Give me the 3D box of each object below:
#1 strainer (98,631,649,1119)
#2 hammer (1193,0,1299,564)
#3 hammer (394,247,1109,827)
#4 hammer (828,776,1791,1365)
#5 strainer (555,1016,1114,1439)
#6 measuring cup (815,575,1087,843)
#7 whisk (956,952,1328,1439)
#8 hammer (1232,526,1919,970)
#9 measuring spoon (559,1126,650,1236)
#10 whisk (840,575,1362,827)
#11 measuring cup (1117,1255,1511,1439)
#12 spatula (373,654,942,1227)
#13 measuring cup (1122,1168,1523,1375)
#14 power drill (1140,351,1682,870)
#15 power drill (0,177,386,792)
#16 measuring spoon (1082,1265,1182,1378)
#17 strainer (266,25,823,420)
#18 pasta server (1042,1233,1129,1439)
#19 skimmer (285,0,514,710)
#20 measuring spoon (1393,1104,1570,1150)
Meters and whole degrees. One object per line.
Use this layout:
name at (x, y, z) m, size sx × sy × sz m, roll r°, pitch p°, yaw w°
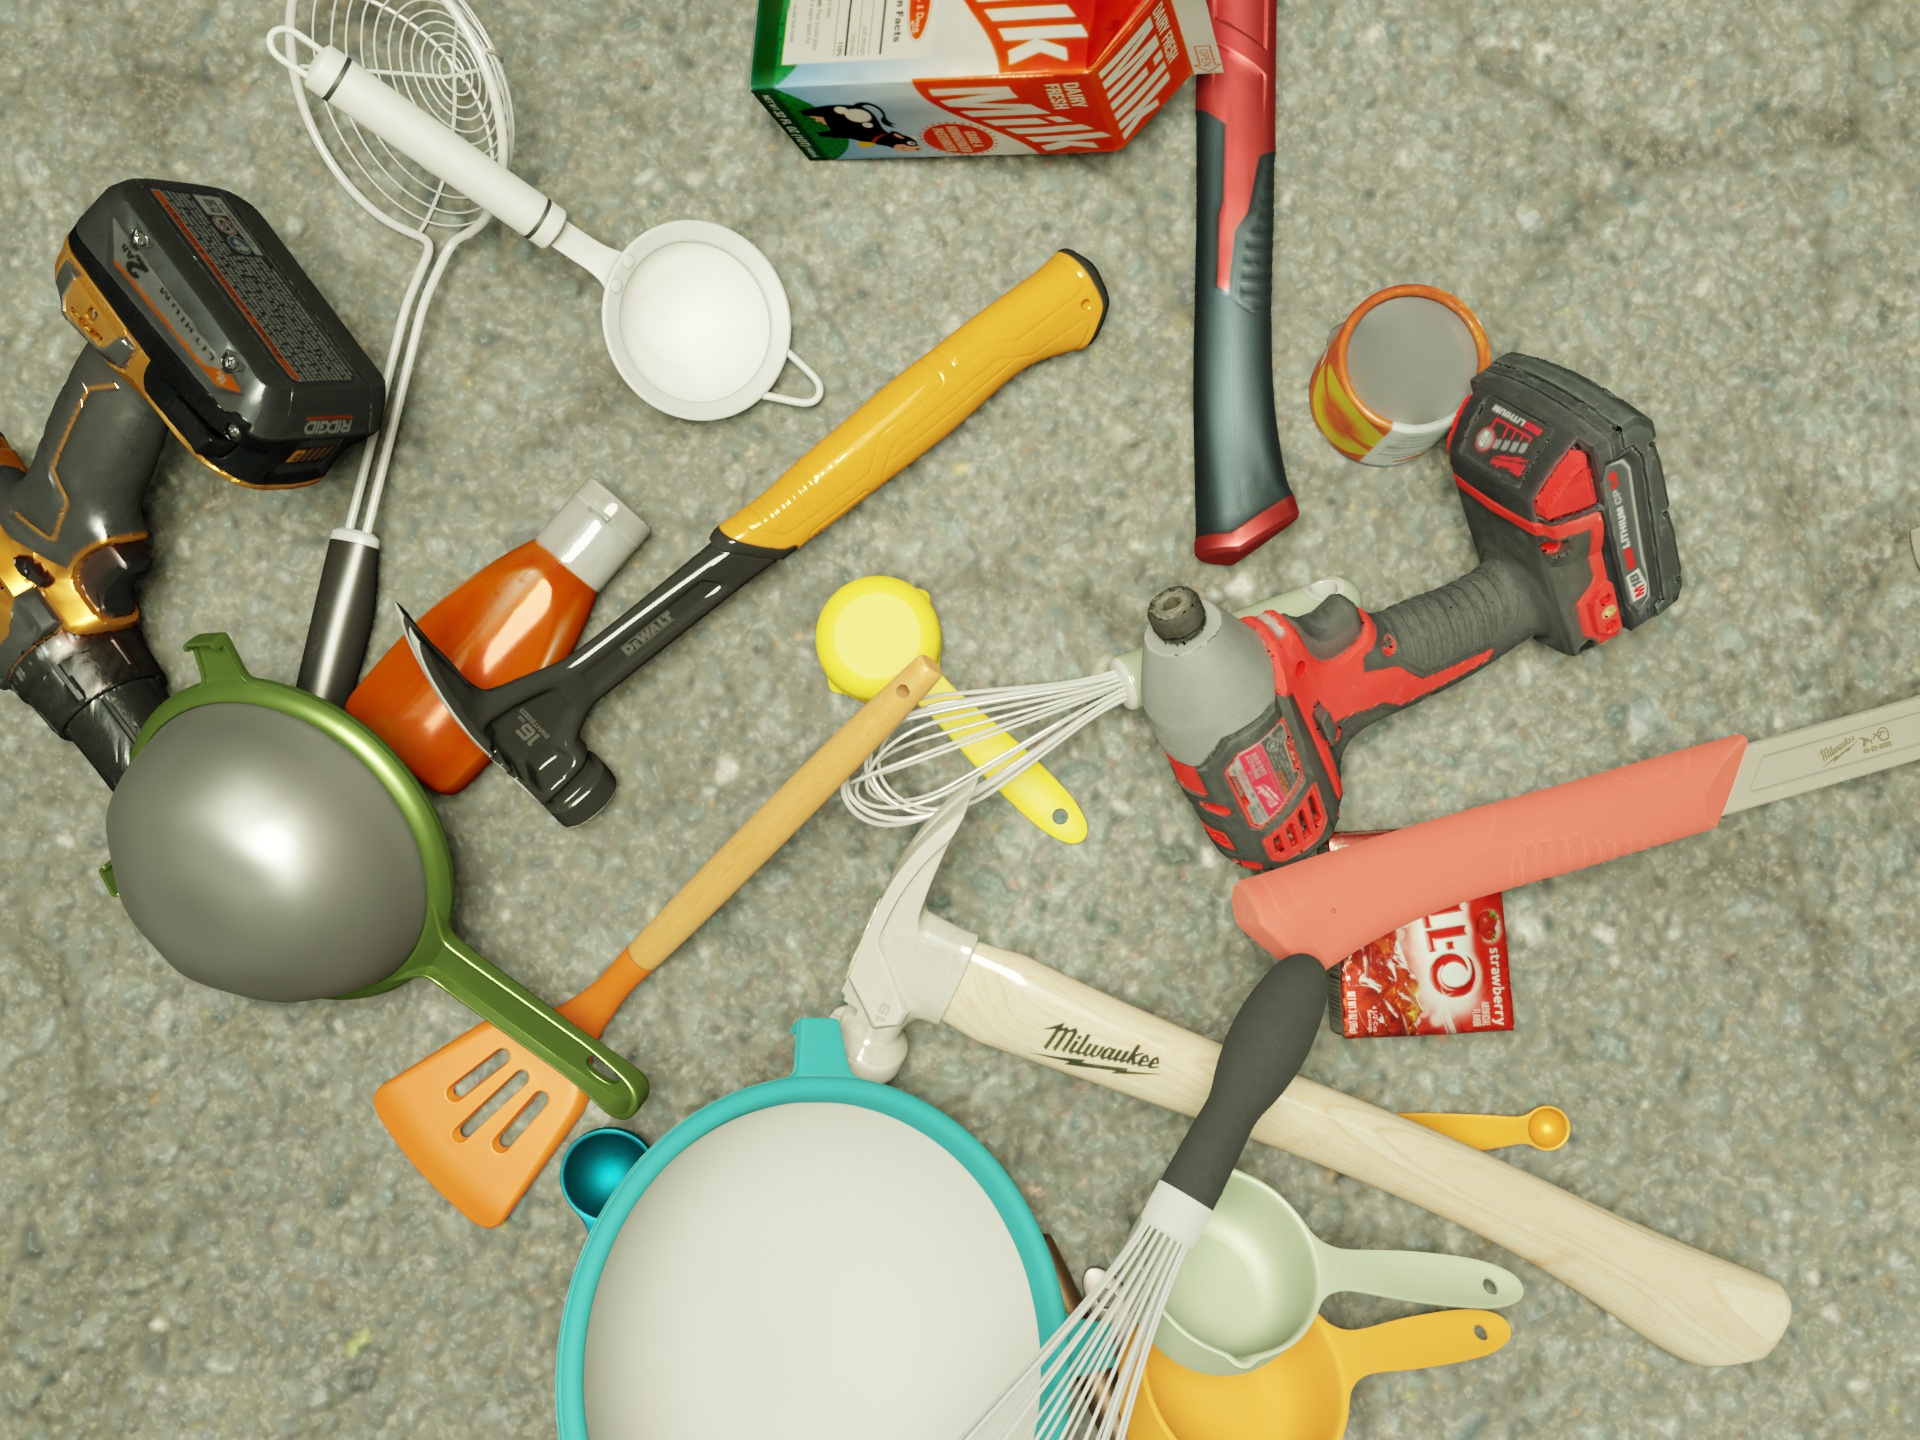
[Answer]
strainer at (-0.242, 0.094, 0.635) m, size 0.256 × 0.069 × 0.151 m, roll 36°, pitch 119°, yaw -1°
hammer at (0.108, -0.264, 0.716) m, size 0.143 × 0.038 × 0.386 m, roll 2°, pitch 85°, yaw 3°
hammer at (-0.074, -0.098, 0.683) m, size 0.337 × 0.127 × 0.034 m, roll -39°, pitch 45°, yaw -7°
hammer at (0.152, 0.161, 0.657) m, size 0.410 × 0.038 × 0.146 m, roll 23°, pitch 118°, yaw 0°
strainer at (-0.104, 0.290, 0.594) m, size 0.211 × 0.095 × 0.340 m, roll 49°, pitch 54°, yaw -4°
measuring cup at (-0.001, -0.002, 0.701) m, size 0.156 × 0.029 × 0.062 m, roll 44°, pitch 88°, yaw 4°
whisk at (0.064, 0.210, 0.581) m, size 0.070 × 0.070 × 0.285 m, roll 31°, pitch 78°, yaw 3°
hammer at (0.285, 0.026, 0.668) m, size 0.359 × 0.036 × 0.149 m, roll -14°, pitch 86°, yaw -8°
measuring spoon at (-0.153, 0.238, 0.696) m, size 0.042 × 0.021 × 0.128 m, roll 3°, pitch 95°, yaw 0°
whisk at (0.063, -0.012, 0.684) m, size 0.246 × 0.058 × 0.059 m, roll -21°, pitch 130°, yaw -10°
measuring cup at (0.147, 0.274, 0.665) m, size 0.173 × 0.052 × 0.095 m, roll -1°, pitch 51°, yaw -20°
spatula at (-0.122, 0.087, 0.665) m, size 0.081 × 0.041 × 0.322 m, roll 47°, pitch 108°, yaw 4°
measuring cup at (0.145, 0.228, 0.643) m, size 0.167 × 0.038 × 0.083 m, roll 9°, pitch 49°, yaw -12°
power drill at (0.175, -0.045, 0.650) m, size 0.219 × 0.079 × 0.143 m, roll -35°, pitch 129°, yaw -1°
power drill at (-0.339, -0.084, 0.663) m, size 0.226 × 0.084 × 0.185 m, roll -38°, pitch 87°, yaw 24°
measuring spoon at (0.089, 0.290, 0.681) m, size 0.034 × 0.018 × 0.124 m, roll -33°, pitch 85°, yaw -1°
strainer at (-0.168, -0.206, 0.672) m, size 0.258 × 0.050 × 0.087 m, roll 31°, pitch 81°, yaw -33°
pasta server at (0.096, 0.368, 0.666) m, size 0.060 × 0.040 × 0.316 m, roll -25°, pitch 84°, yaw 10°
skimmer at (-0.272, -0.145, 0.690) m, size 0.127 × 0.090 × 0.363 m, roll 11°, pitch 87°, yaw 29°
measuring spoon at (0.205, 0.179, 0.693) m, size 0.117 × 0.011 × 0.021 m, roll -5°, pitch 90°, yaw 5°
